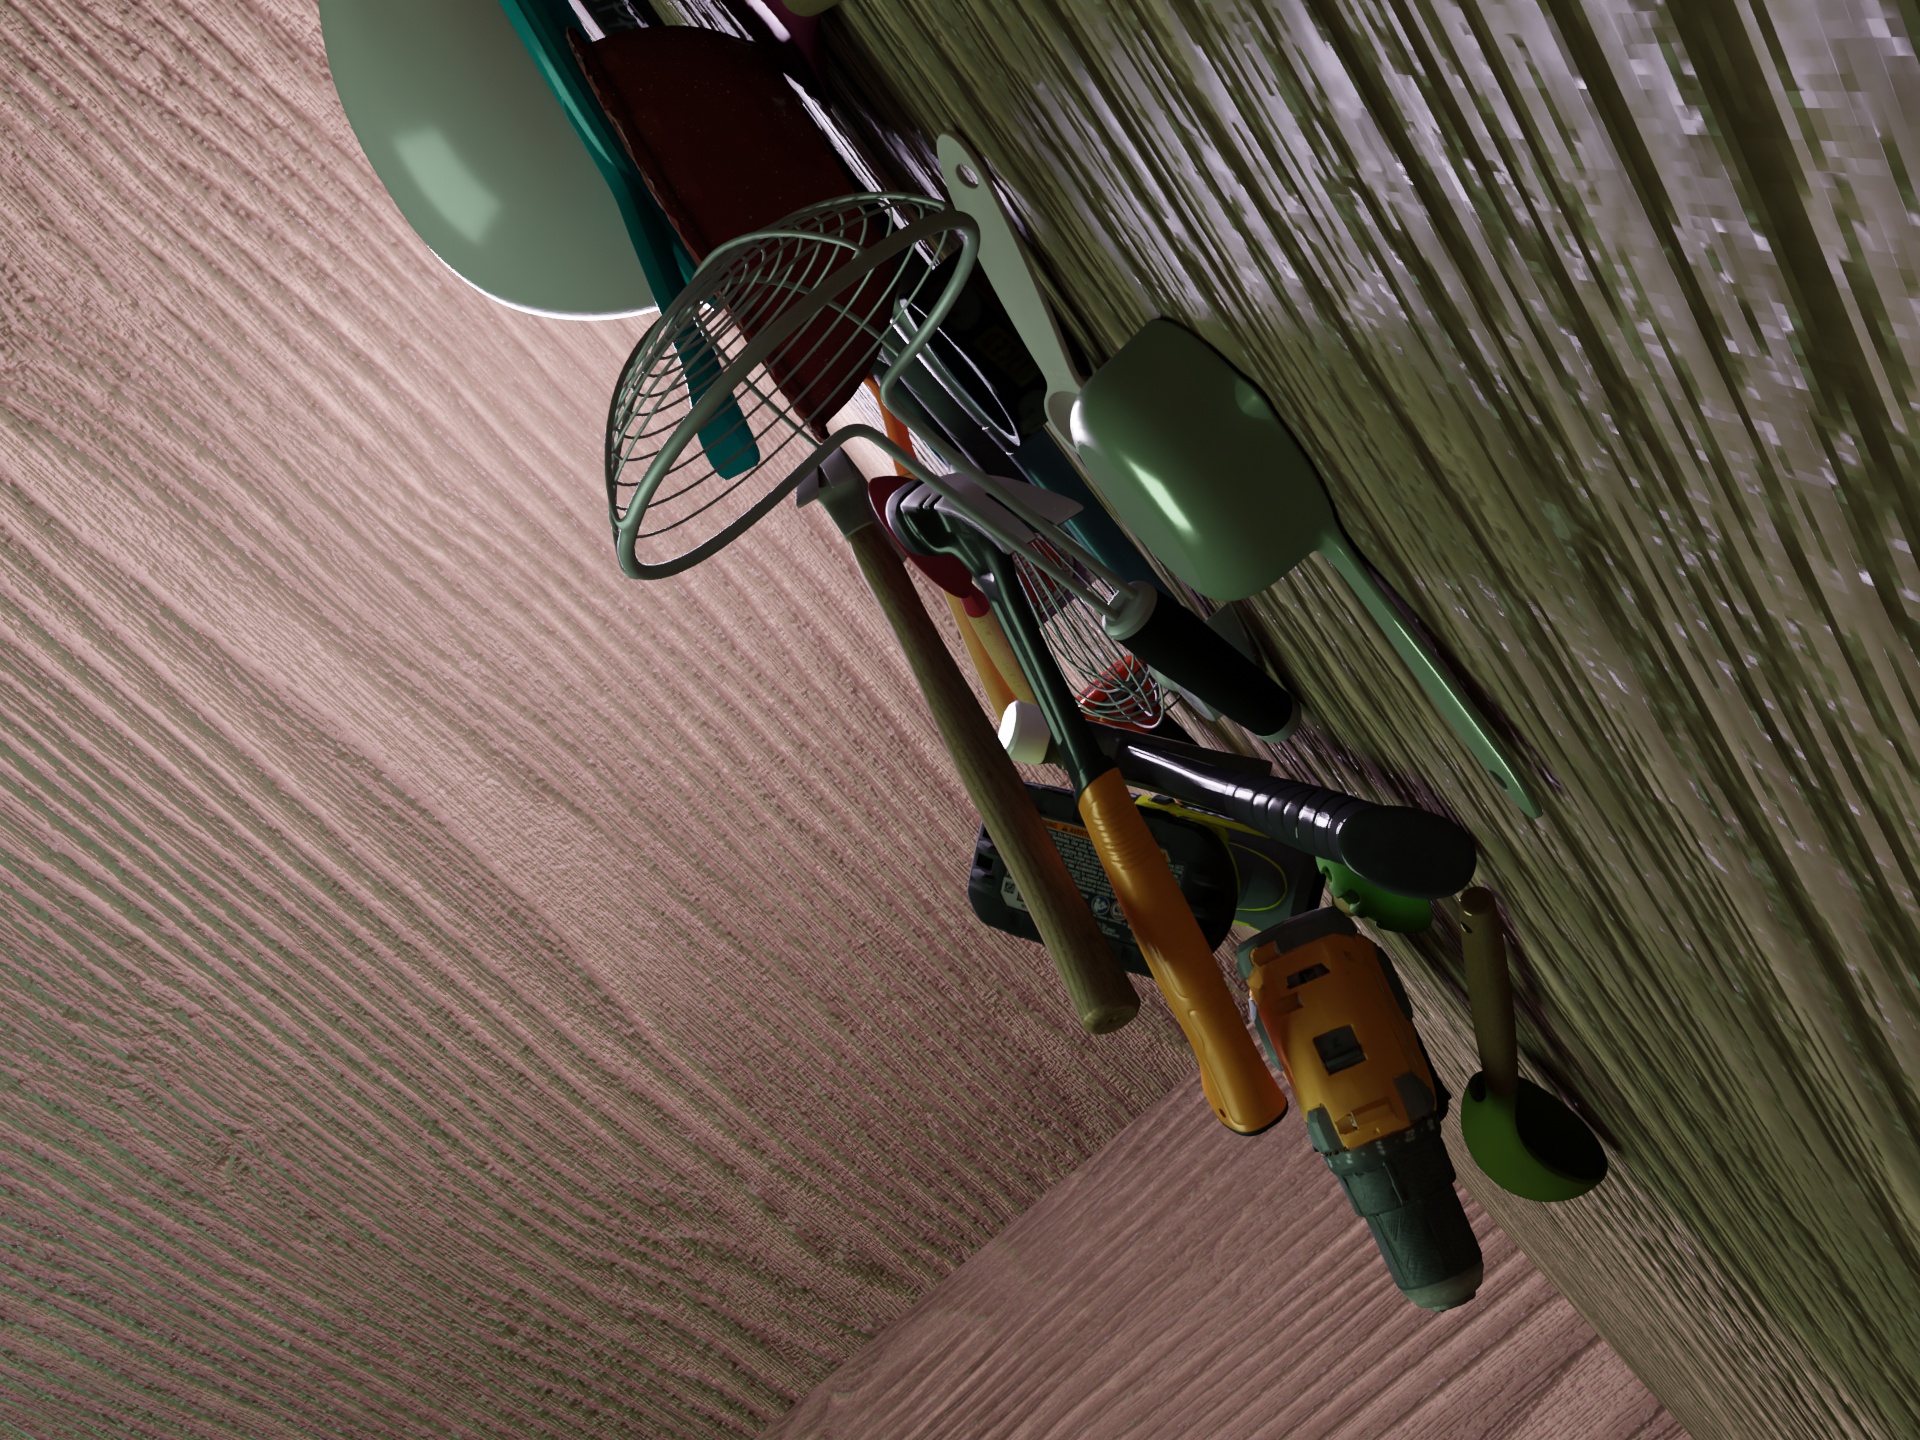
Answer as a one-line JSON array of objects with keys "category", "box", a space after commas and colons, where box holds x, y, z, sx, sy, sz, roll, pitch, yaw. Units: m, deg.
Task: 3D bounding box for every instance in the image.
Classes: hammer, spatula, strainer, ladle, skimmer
[{"category": "hammer", "box": [0.072, 0.048, 0.683, 0.336, 0.034, 0.127, 63, 164, -21]}, {"category": "hammer", "box": [0.129, 0.034, 0.713, 0.146, 0.035, 0.335, 14, -178, -15]}, {"category": "spatula", "box": [-0.028, -0.123, 0.936, 0.081, 0.041, 0.322, -47, -60, -50]}, {"category": "hammer", "box": [-0.082, -0.247, 0.727, 0.408, 0.036, 0.149, 49, 180, -17]}, {"category": "strainer", "box": [-0.161, -0.189, 0.589, 0.341, 0.095, 0.210, 64, -176, 35]}, {"category": "hammer", "box": [0.017, -0.128, 0.661, 0.331, 0.033, 0.128, 50, -178, -15]}, {"category": "hammer", "box": [-0.001, -0.002, 0.757, 0.332, 0.031, 0.130, 63, -174, 28]}, {"category": "ladle", "box": [0.015, -0.051, 0.866, 0.069, 0.031, 0.315, 64, -175, 24]}, {"category": "skimmer", "box": [0.035, -0.041, 0.509, 0.363, 0.127, 0.090, 29, -159, -47]}, {"category": "ladle", "box": [0.253, 0.146, 0.720, 0.078, 0.062, 0.319, 48, 173, 38]}]

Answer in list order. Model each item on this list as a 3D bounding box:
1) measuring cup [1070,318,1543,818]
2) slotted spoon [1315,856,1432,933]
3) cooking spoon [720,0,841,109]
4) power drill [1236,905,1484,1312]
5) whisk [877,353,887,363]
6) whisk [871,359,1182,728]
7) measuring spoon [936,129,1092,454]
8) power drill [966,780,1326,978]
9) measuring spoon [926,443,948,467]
[{"category": "measuring cup", "box": [0.089, -0.031, 0.425, 0.167, 0.038, 0.083, 52, -179, 4]}, {"category": "slotted spoon", "box": [0.216, 0.096, 0.872, 0.070, 0.031, 0.313, 45, -179, 15]}, {"category": "cooking spoon", "box": [-0.037, -0.198, 0.423, 0.068, 0.017, 0.319, 45, -177, -23]}, {"category": "power drill", "box": [0.207, 0.191, 0.813, 0.185, 0.084, 0.226, 67, -171, 14]}, {"category": "whisk", "box": [-0.120, -0.260, 0.840, 0.239, 0.055, 0.055, 36, -179, -1]}, {"category": "whisk", "box": [0.025, -0.108, 0.838, 0.285, 0.070, 0.070, 55, -177, 23]}, {"category": "measuring spoon", "box": [0.026, -0.131, 0.494, 0.034, 0.018, 0.124, 20, 151, 47]}, {"category": "power drill", "box": [0.092, 0.077, 0.885, 0.191, 0.080, 0.228, 14, -176, 22]}, {"category": "measuring spoon", "box": [0.015, -0.155, 0.925, 0.042, 0.021, 0.129, 50, 171, -34]}]
